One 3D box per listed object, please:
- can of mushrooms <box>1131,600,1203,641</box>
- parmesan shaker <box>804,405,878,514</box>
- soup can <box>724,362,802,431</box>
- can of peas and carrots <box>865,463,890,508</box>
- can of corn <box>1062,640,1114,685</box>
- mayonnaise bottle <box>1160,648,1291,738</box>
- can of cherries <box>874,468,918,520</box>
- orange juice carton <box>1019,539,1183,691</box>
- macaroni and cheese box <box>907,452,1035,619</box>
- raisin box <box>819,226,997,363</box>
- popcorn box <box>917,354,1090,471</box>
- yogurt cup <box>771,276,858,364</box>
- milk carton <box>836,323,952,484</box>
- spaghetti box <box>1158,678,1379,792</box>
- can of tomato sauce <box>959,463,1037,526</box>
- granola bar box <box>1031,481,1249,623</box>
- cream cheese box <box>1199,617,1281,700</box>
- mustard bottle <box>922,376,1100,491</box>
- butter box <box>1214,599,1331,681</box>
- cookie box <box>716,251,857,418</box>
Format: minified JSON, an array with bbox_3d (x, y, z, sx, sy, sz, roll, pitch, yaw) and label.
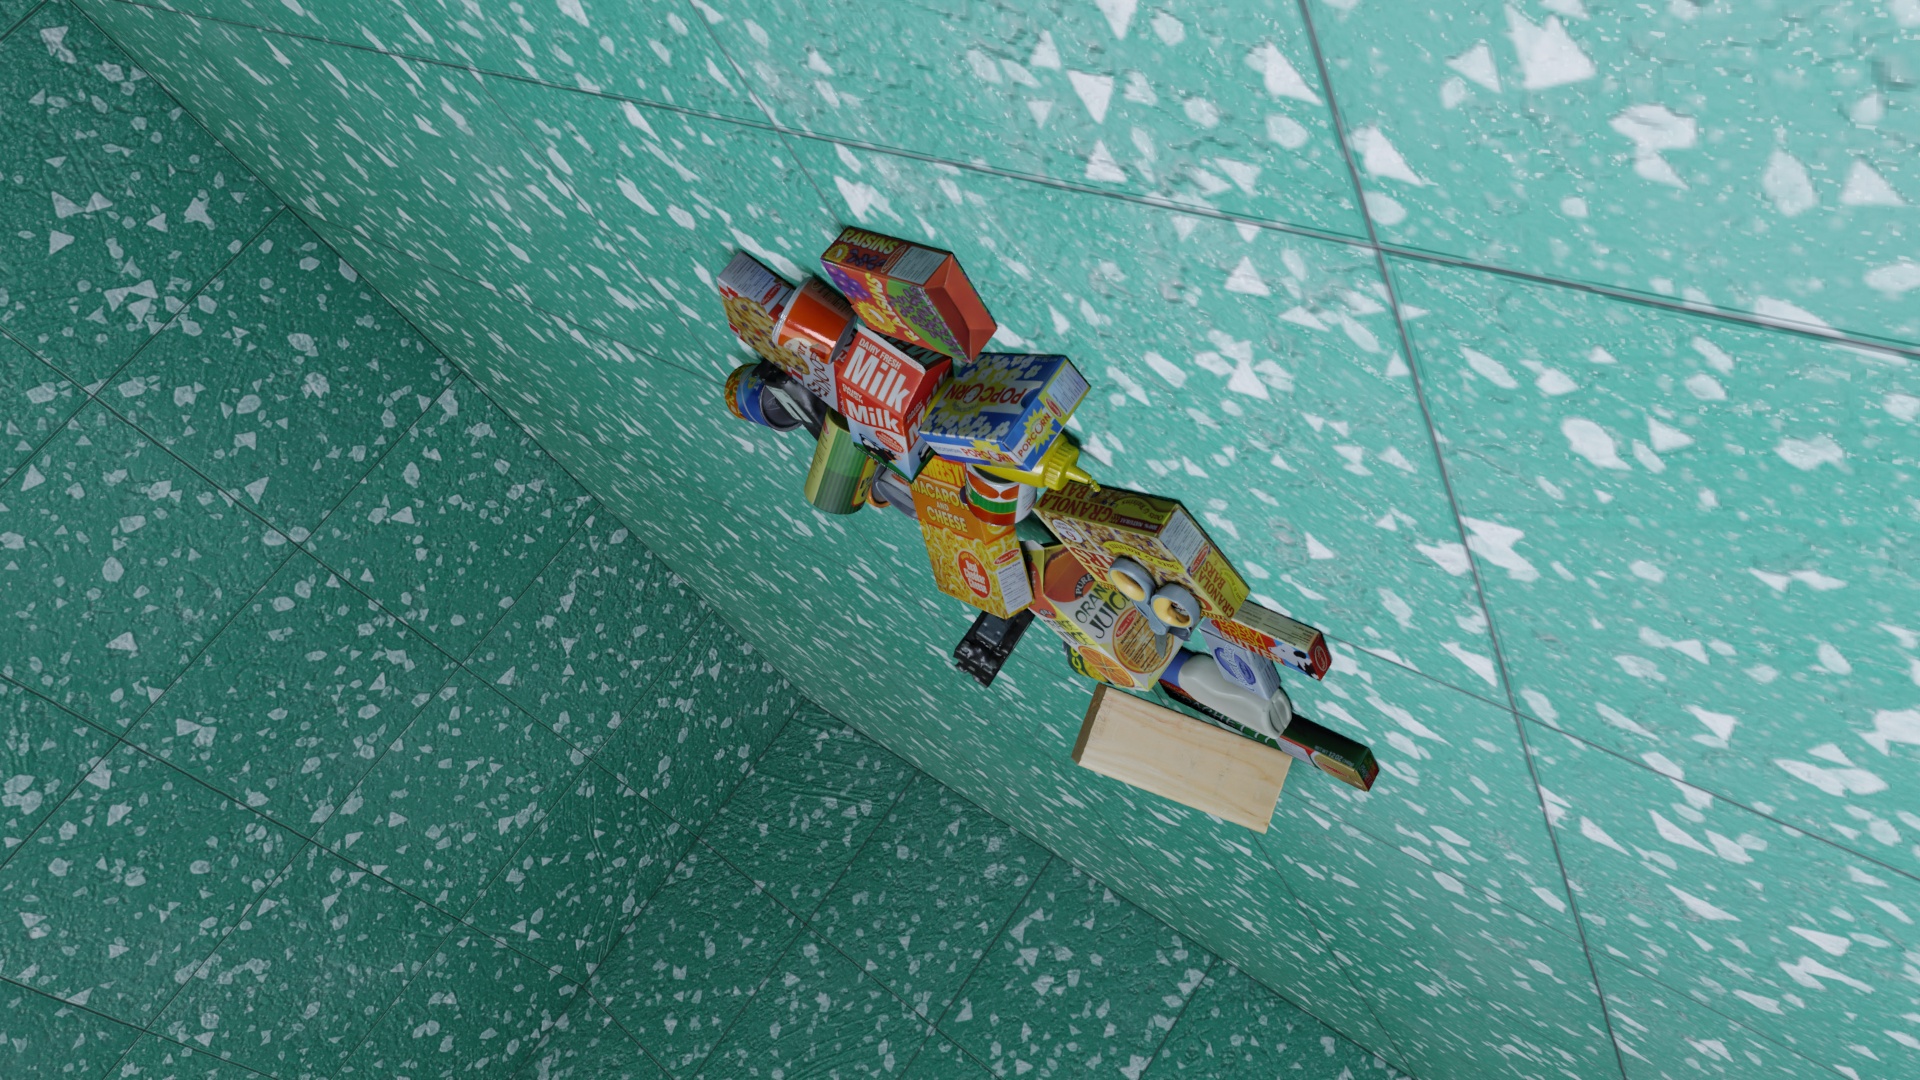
[{"bbox_3d":[0.196,0.060,1.293,0.071,0.033,0.071,34,164,11],"label":"can of mushrooms"},{"bbox_3d":[-0.116,-0.086,1.419,0.071,0.072,0.102,33,128,16],"label":"parmesan shaker"},{"bbox_3d":[-0.210,-0.159,1.510,0.084,0.071,0.071,19,156,51],"label":"soup can"},{"bbox_3d":[-0.096,-0.074,1.500,0.059,0.071,0.070,27,162,32],"label":"can of peas and carrots"},{"bbox_3d":[0.155,0.119,1.497,0.071,0.071,0.058,46,162,-29],"label":"can of corn"},{"bbox_3d":[0.259,0.146,1.395,0.148,0.041,0.064,26,157,41],"label":"mayonnaise bottle"},{"bbox_3d":[-0.046,-0.062,1.436,0.071,0.058,0.071,33,164,11],"label":"can of cherries"},{"bbox_3d":[0.126,0.062,1.384,0.192,0.073,0.071,42,165,-15],"label":"orange juice carton"},{"bbox_3d":[0.005,-0.017,1.358,0.124,0.040,0.165,20,131,54],"label":"macaroni and cheese box"},{"bbox_3d":[-0.041,-0.190,1.073,0.123,0.040,0.086,25,162,41],"label":"raisin box"},{"bbox_3d":[0.032,-0.101,1.082,0.038,0.085,0.126,45,163,-29],"label":"popcorn box"},{"bbox_3d":[-0.126,-0.191,1.223,0.054,0.072,0.072,29,165,0],"label":"yogurt cup"},{"bbox_3d":[-0.055,-0.129,1.224,0.072,0.073,0.190,34,164,13],"label":"milk carton"},{"bbox_3d":[0.307,0.184,1.419,0.250,0.029,0.050,24,160,41],"label":"spaghetti box"},{"bbox_3d":[0.035,-0.059,1.229,0.071,0.071,0.082,34,161,14],"label":"can of tomato sauce"},{"bbox_3d":[0.156,0.007,1.212,0.124,0.039,0.165,46,163,-32],"label":"granola bar box"},{"bbox_3d":[0.263,0.109,1.302,0.053,0.024,0.103,26,162,37],"label":"cream cheese box"},{"bbox_3d":[0.048,-0.081,1.160,0.160,0.065,0.048,27,167,16],"label":"mustard bottle"},{"bbox_3d":[0.269,0.082,1.208,0.103,0.024,0.053,25,160,39],"label":"butter box"},{"bbox_3d":[-0.149,-0.190,1.325,0.167,0.040,0.122,36,165,8],"label":"cookie box"}]
